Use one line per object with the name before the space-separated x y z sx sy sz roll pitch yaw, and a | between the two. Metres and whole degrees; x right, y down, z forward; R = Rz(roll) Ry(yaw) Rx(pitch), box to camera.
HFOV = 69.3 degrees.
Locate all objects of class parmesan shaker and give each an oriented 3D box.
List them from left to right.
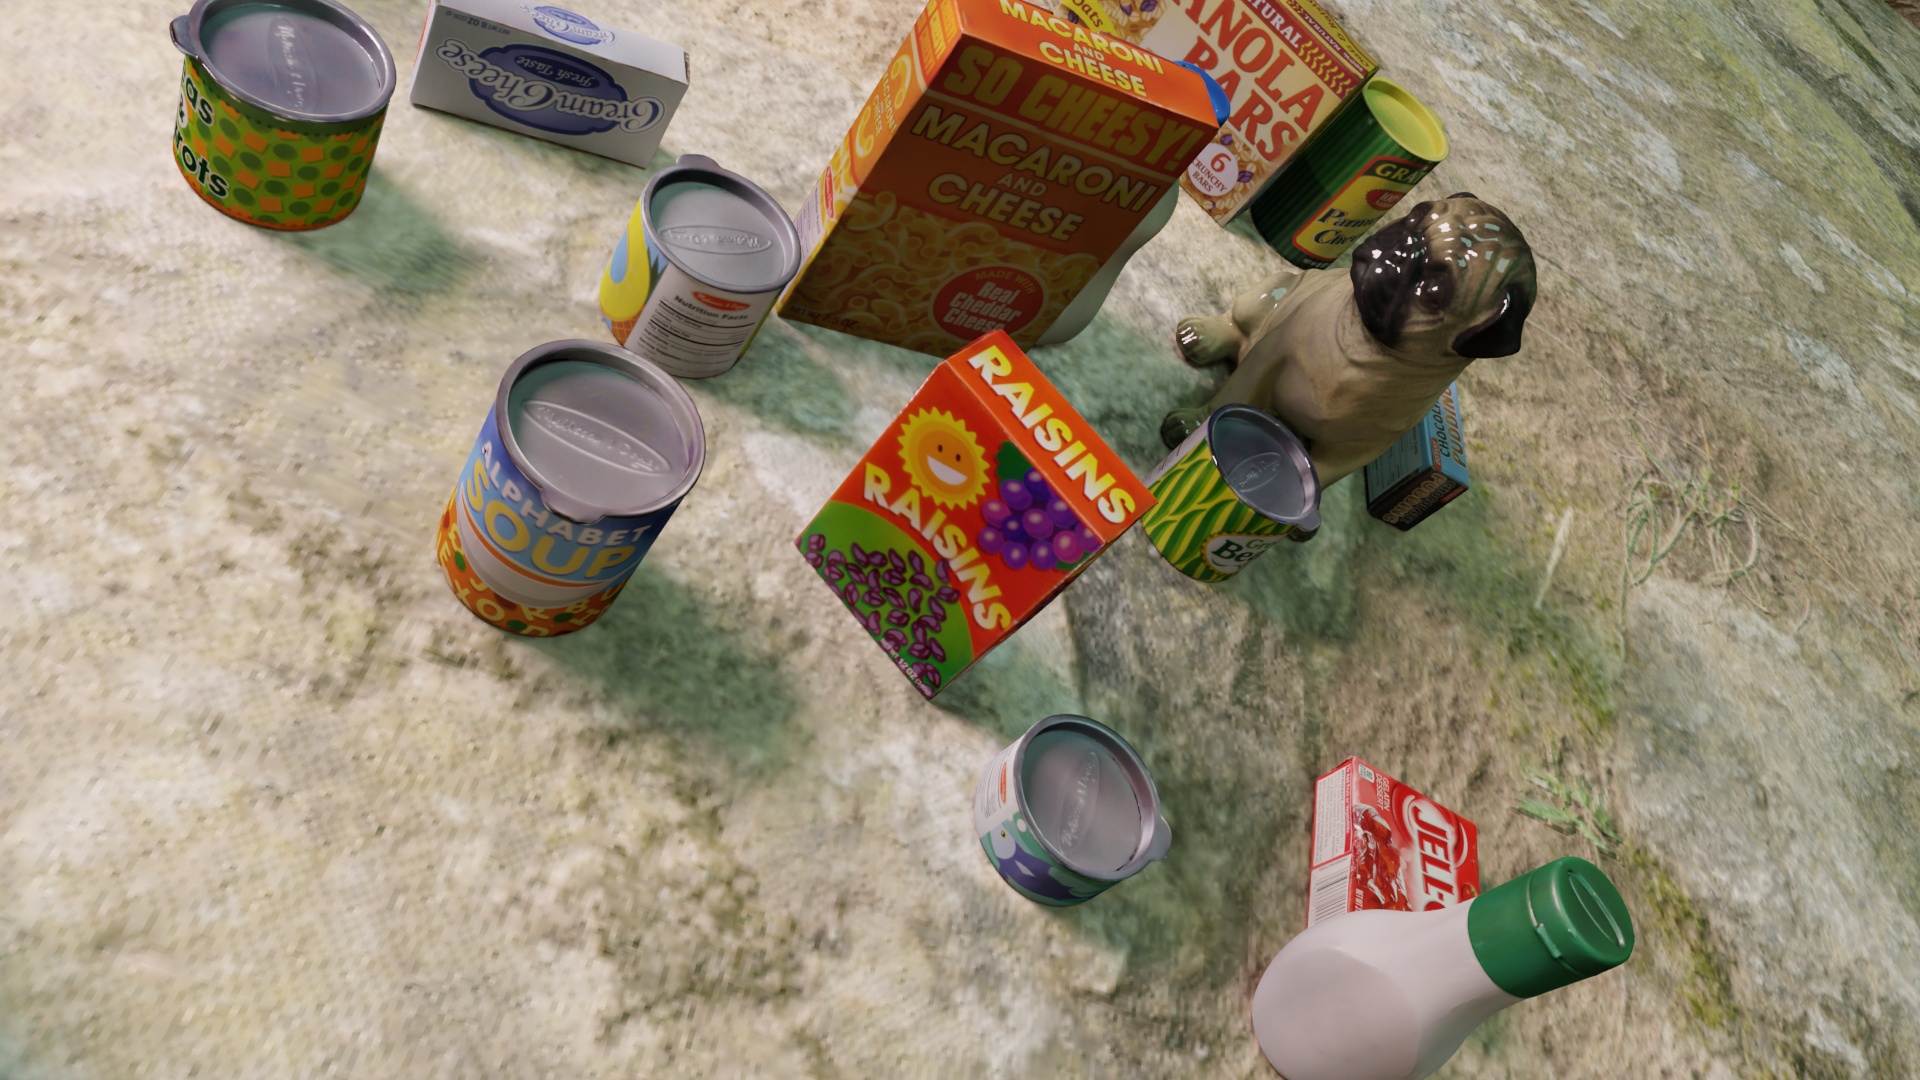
parmesan shaker | 0.238 -0.222 0.849 0.071 0.102 0.071 18 50 -23

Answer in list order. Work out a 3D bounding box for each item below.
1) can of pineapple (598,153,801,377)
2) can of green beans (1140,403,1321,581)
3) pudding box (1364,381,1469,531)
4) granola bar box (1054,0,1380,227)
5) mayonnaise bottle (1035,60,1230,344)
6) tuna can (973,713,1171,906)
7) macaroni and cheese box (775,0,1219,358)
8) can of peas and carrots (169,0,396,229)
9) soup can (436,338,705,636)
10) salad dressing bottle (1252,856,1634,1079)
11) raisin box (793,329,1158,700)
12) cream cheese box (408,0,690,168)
can of pineapple | -0.106 -0.110 0.561 0.071 0.057 0.071 18 50 -23
can of green beans | 0.126 -0.022 0.659 0.071 0.057 0.071 18 50 -23
pudding box | 0.252 -0.053 0.775 0.030 0.049 0.084 25 48 -18
granola bar box | 0.141 -0.286 0.814 0.165 0.123 0.039 46 45 2
mayonnaise bottle | 0.068 -0.158 0.653 0.041 0.147 0.065 -9 65 -39
tuna can | 0.042 0.104 0.527 0.071 0.032 0.071 18 50 -23
macaroni and cheese box | 0.009 -0.147 0.591 0.124 0.165 0.040 10 54 -29
can of peas and carrots | -0.245 -0.154 0.497 0.071 0.058 0.071 18 50 -23
soup can | -0.131 -0.013 0.456 0.071 0.083 0.072 18 50 -23
salad dressing bottle | 0.167 0.155 0.495 0.044 0.147 0.064 -18 71 -42
raisin box | 0.002 -0.006 0.515 0.086 0.122 0.040 49 45 5
cream cheese box | -0.171 -0.195 0.581 0.104 0.053 0.024 9 55 -30
